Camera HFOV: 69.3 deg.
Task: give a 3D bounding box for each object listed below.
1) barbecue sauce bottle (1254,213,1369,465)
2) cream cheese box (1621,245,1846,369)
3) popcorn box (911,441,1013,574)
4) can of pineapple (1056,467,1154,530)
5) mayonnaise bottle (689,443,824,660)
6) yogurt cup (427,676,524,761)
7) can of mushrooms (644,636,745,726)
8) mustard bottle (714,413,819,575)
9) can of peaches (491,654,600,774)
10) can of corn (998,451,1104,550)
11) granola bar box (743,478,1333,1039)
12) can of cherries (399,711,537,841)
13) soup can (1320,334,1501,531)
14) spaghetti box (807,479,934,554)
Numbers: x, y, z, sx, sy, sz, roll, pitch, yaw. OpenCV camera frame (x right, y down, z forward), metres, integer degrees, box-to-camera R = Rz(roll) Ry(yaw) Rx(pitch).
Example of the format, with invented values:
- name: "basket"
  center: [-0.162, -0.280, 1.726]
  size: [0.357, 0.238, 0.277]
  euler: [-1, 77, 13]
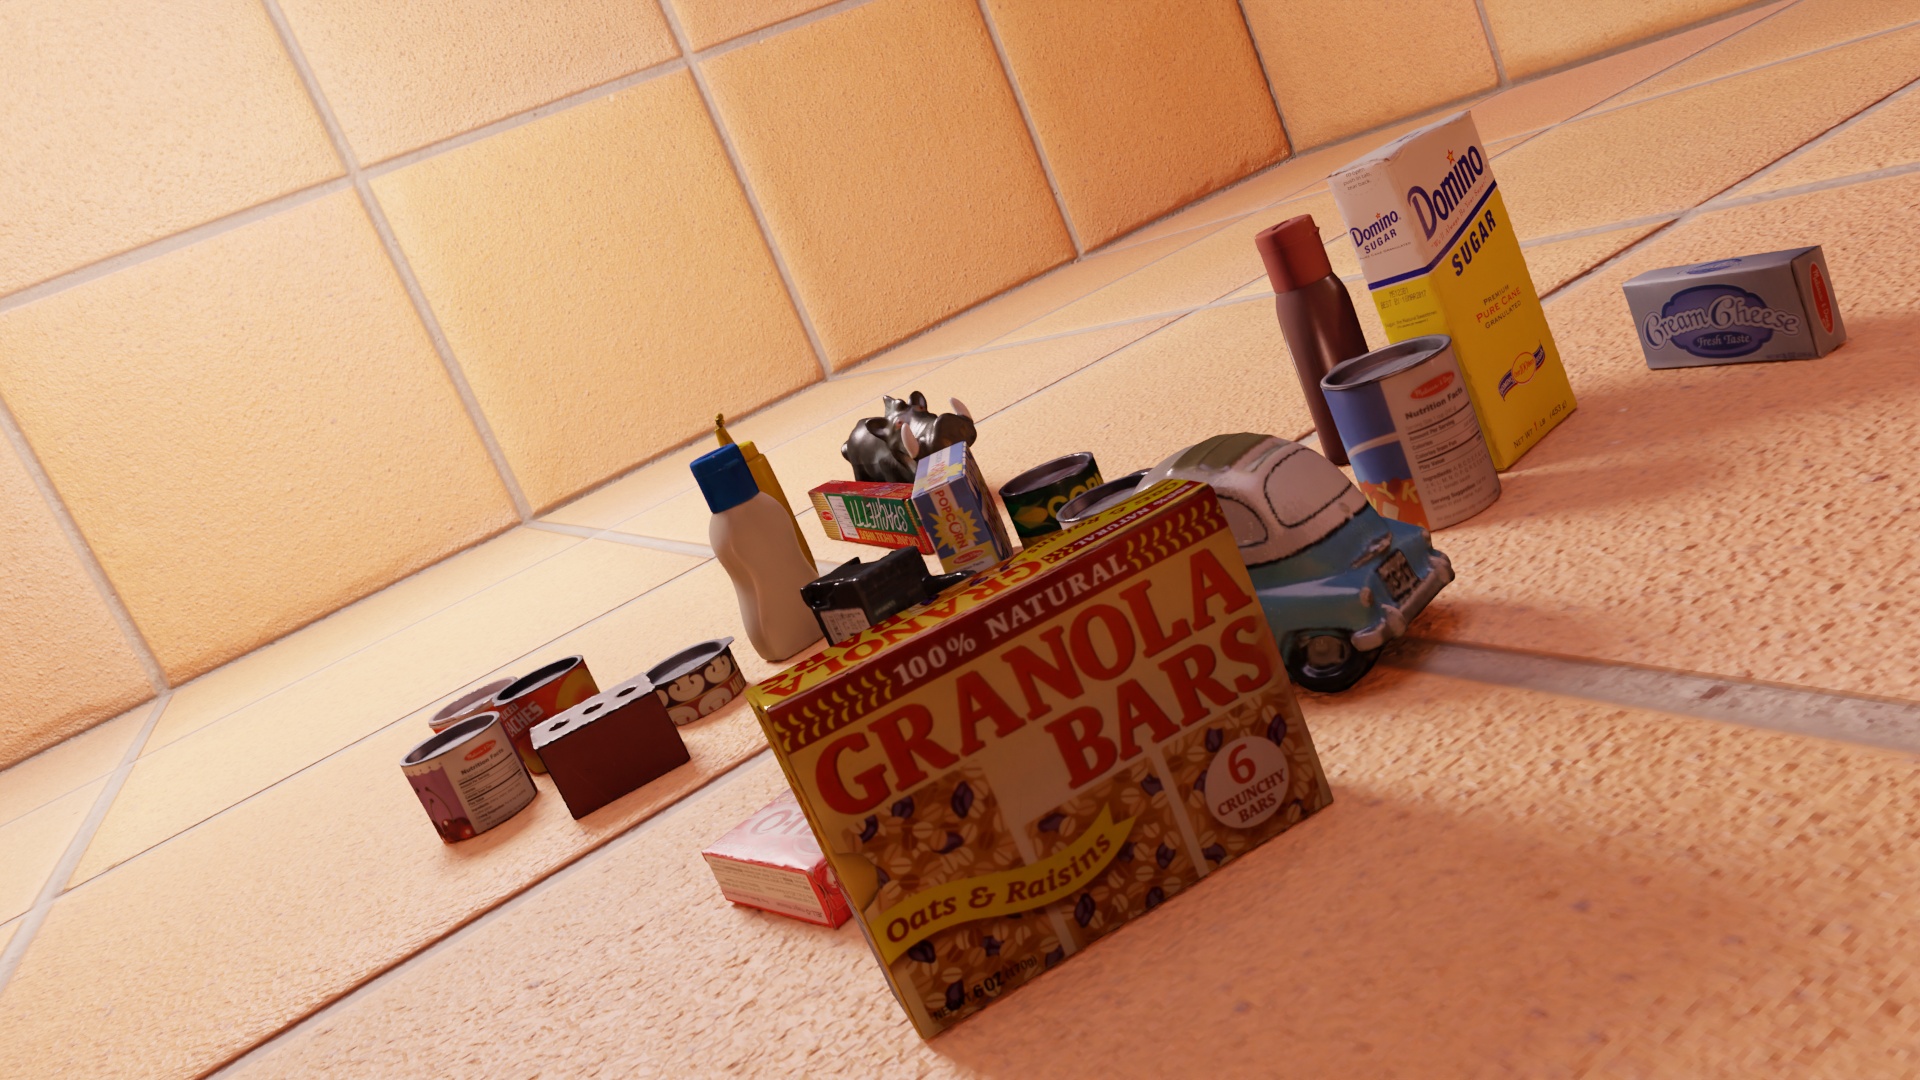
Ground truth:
- name: "barbecue sauce bottle"
  center: [0.223, -0.124, 0.850]
  size: [0.043, 0.148, 0.065]
  euler: [-15, 15, 35]
- name: "cream cheese box"
  center: [0.405, -0.121, 0.732]
  size: [0.024, 0.053, 0.104]
  euler: [-28, 14, -19]
- name: "popcorn box"
  center: [0.003, -0.012, 0.924]
  size: [0.038, 0.085, 0.127]
  euler: [-22, 13, 6]
- name: "can of pineapple"
  center: [0.096, -0.001, 0.781]
  size: [0.071, 0.057, 0.071]
  euler: [-22, 13, 5]
- name: "mayonnaise bottle"
  center: [-0.140, 0.006, 0.960]
  size: [0.065, 0.147, 0.041]
  euler: [-33, 15, -36]
- name: "yogurt cup"
  center: [-0.337, 0.136, 0.994]
  size: [0.072, 0.054, 0.072]
  euler: [-22, 13, 5]
- name: "can of mushrooms"
  center: [-0.178, 0.094, 0.931]
  size: [0.071, 0.033, 0.071]
  euler: [-22, 13, 5]
- name: "mustard bottle"
  center: [-0.163, -0.027, 1.109]
  size: [0.049, 0.160, 0.065]
  euler: [-24, 12, -1]
- name: "can of peaches"
  center: [-0.278, 0.120, 0.948]
  size: [0.071, 0.058, 0.071]
  euler: [-22, 13, 5]
- name: "can of corn"
  center: [0.067, -0.018, 0.898]
  size: [0.071, 0.058, 0.071]
  euler: [-22, 13, 5]
- name: "granola bar box"
  center: [0.030, 0.069, 0.466]
  size: [0.166, 0.124, 0.039]
  euler: [-27, 13, -13]
- name: "can of cherries"
  center: [-0.314, 0.150, 0.887]
  size: [0.071, 0.058, 0.071]
  euler: [-22, 13, 5]
- name: "soup can"
  center: [0.227, -0.053, 0.705]
  size: [0.071, 0.083, 0.071]
  euler: [-22, 13, 5]
- name: "spaghetti box"
  center: [-0.072, -0.022, 1.177]
  size: [0.029, 0.050, 0.250]
  euler: [-28, 14, -20]
